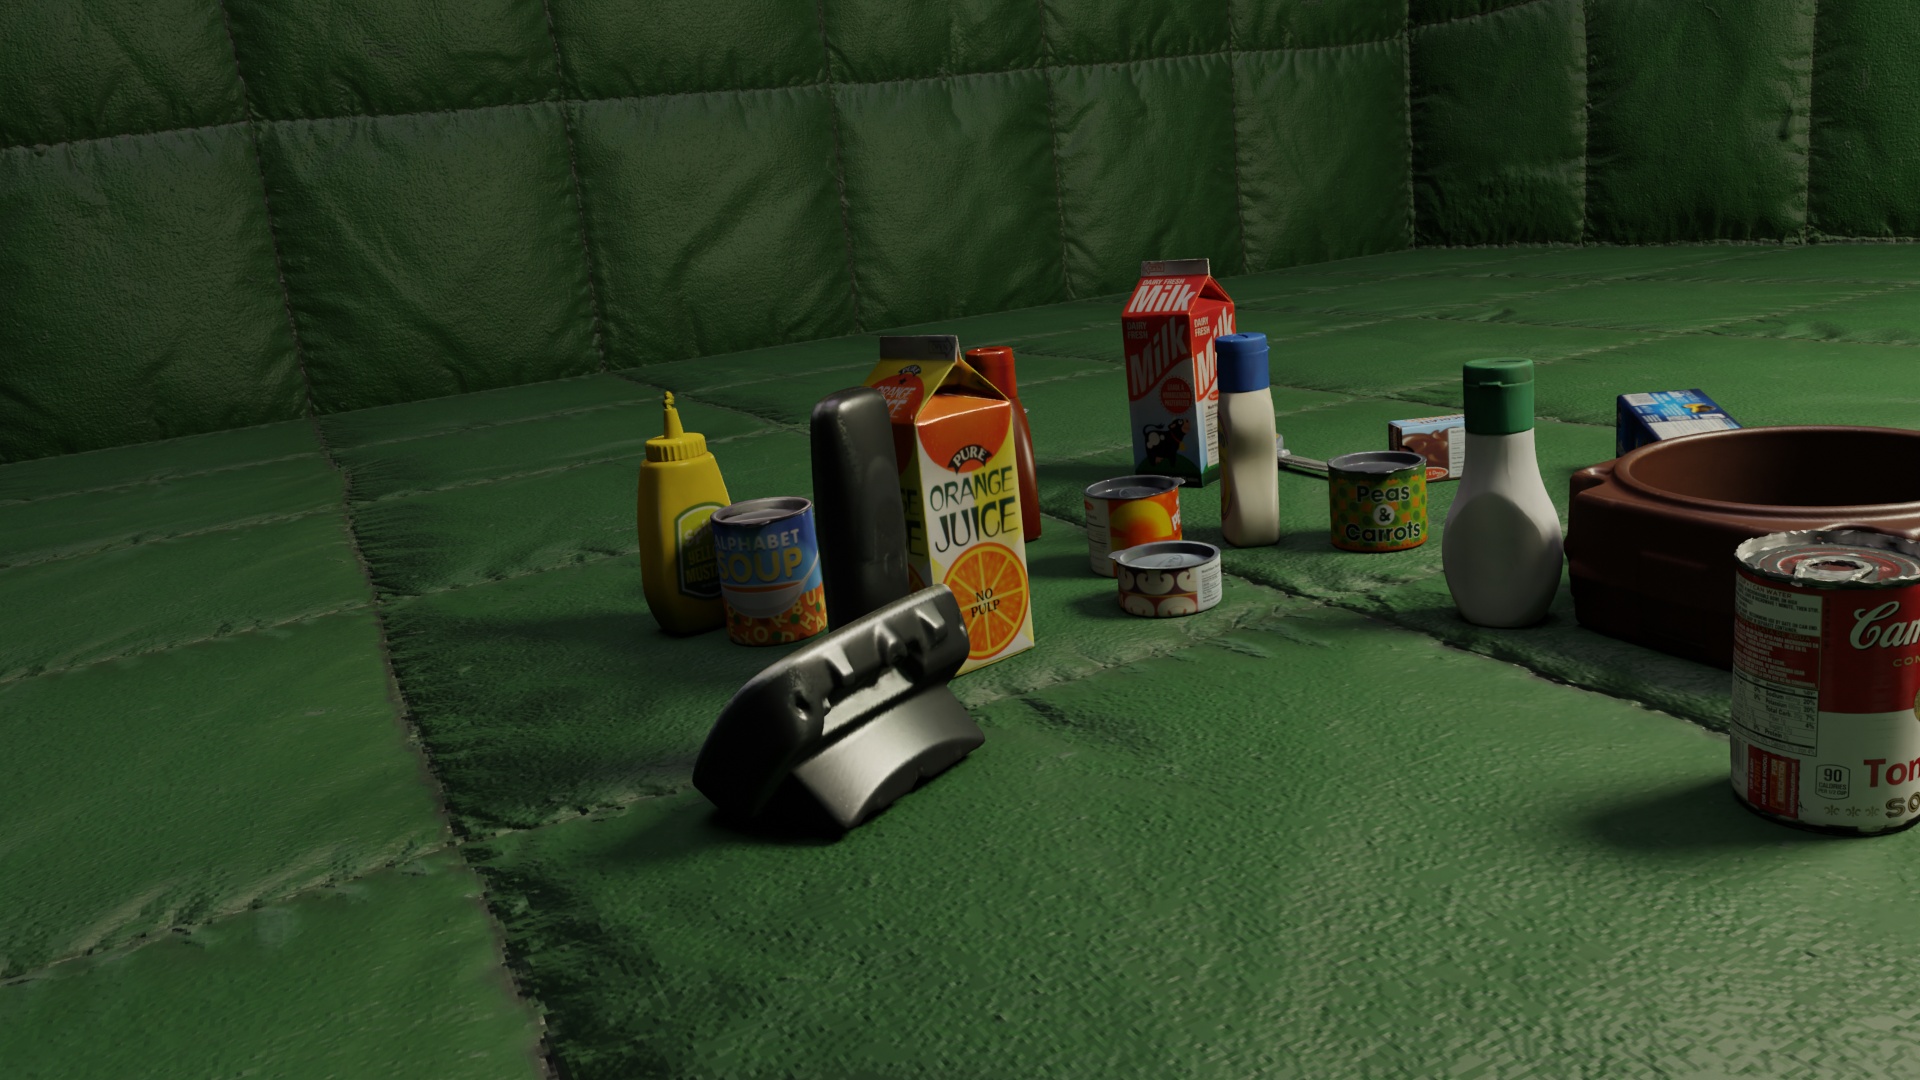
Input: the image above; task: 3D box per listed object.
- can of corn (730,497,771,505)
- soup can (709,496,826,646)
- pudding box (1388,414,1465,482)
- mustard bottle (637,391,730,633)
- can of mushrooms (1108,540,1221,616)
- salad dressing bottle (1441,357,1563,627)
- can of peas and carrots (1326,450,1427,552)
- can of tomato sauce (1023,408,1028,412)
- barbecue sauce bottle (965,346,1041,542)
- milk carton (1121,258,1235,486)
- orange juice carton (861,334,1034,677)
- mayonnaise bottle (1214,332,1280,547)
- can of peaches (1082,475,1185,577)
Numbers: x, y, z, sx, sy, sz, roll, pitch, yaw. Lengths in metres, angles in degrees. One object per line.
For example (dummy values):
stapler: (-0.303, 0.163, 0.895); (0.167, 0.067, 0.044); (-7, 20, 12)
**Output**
can of corn: (-0.148, 0.005, 1.025); (0.071, 0.058, 0.071); (-6, 14, 2)
soup can: (-0.125, 0.020, 0.903); (0.071, 0.083, 0.071); (-6, 14, 2)
pudding box: (0.391, -0.075, 1.124); (0.084, 0.049, 0.030); (-7, 14, -2)
mustard bottle: (-0.185, -0.020, 0.930); (0.065, 0.159, 0.049); (-18, 18, -39)
can of mushrooms: (0.130, 0.024, 0.882); (0.071, 0.033, 0.071); (-6, 14, 2)
salad dressing bottle: (0.302, -0.027, 0.777); (0.064, 0.147, 0.044); (3, 17, 34)
can of peas and carrots: (0.289, -0.027, 0.962); (0.071, 0.058, 0.071); (-6, 14, 2)
can of tomato sauce: (0.027, -0.069, 1.188); (0.071, 0.083, 0.071); (-6, 14, 2)
barbecue sauce bottle: (0.030, -0.074, 1.073); (0.044, 0.148, 0.065); (-14, 16, -29)
milk carton: (0.193, -0.148, 1.209); (0.072, 0.190, 0.074); (6, 19, 42)
orange juice carton: (-0.015, -0.024, 0.808); (0.073, 0.192, 0.072); (-17, 17, -37)
mayonnaise bottle: (0.205, -0.073, 0.997); (0.041, 0.147, 0.065); (-6, 14, 2)
can of peaches: (0.123, -0.010, 0.969); (0.071, 0.058, 0.071); (-6, 14, 2)
